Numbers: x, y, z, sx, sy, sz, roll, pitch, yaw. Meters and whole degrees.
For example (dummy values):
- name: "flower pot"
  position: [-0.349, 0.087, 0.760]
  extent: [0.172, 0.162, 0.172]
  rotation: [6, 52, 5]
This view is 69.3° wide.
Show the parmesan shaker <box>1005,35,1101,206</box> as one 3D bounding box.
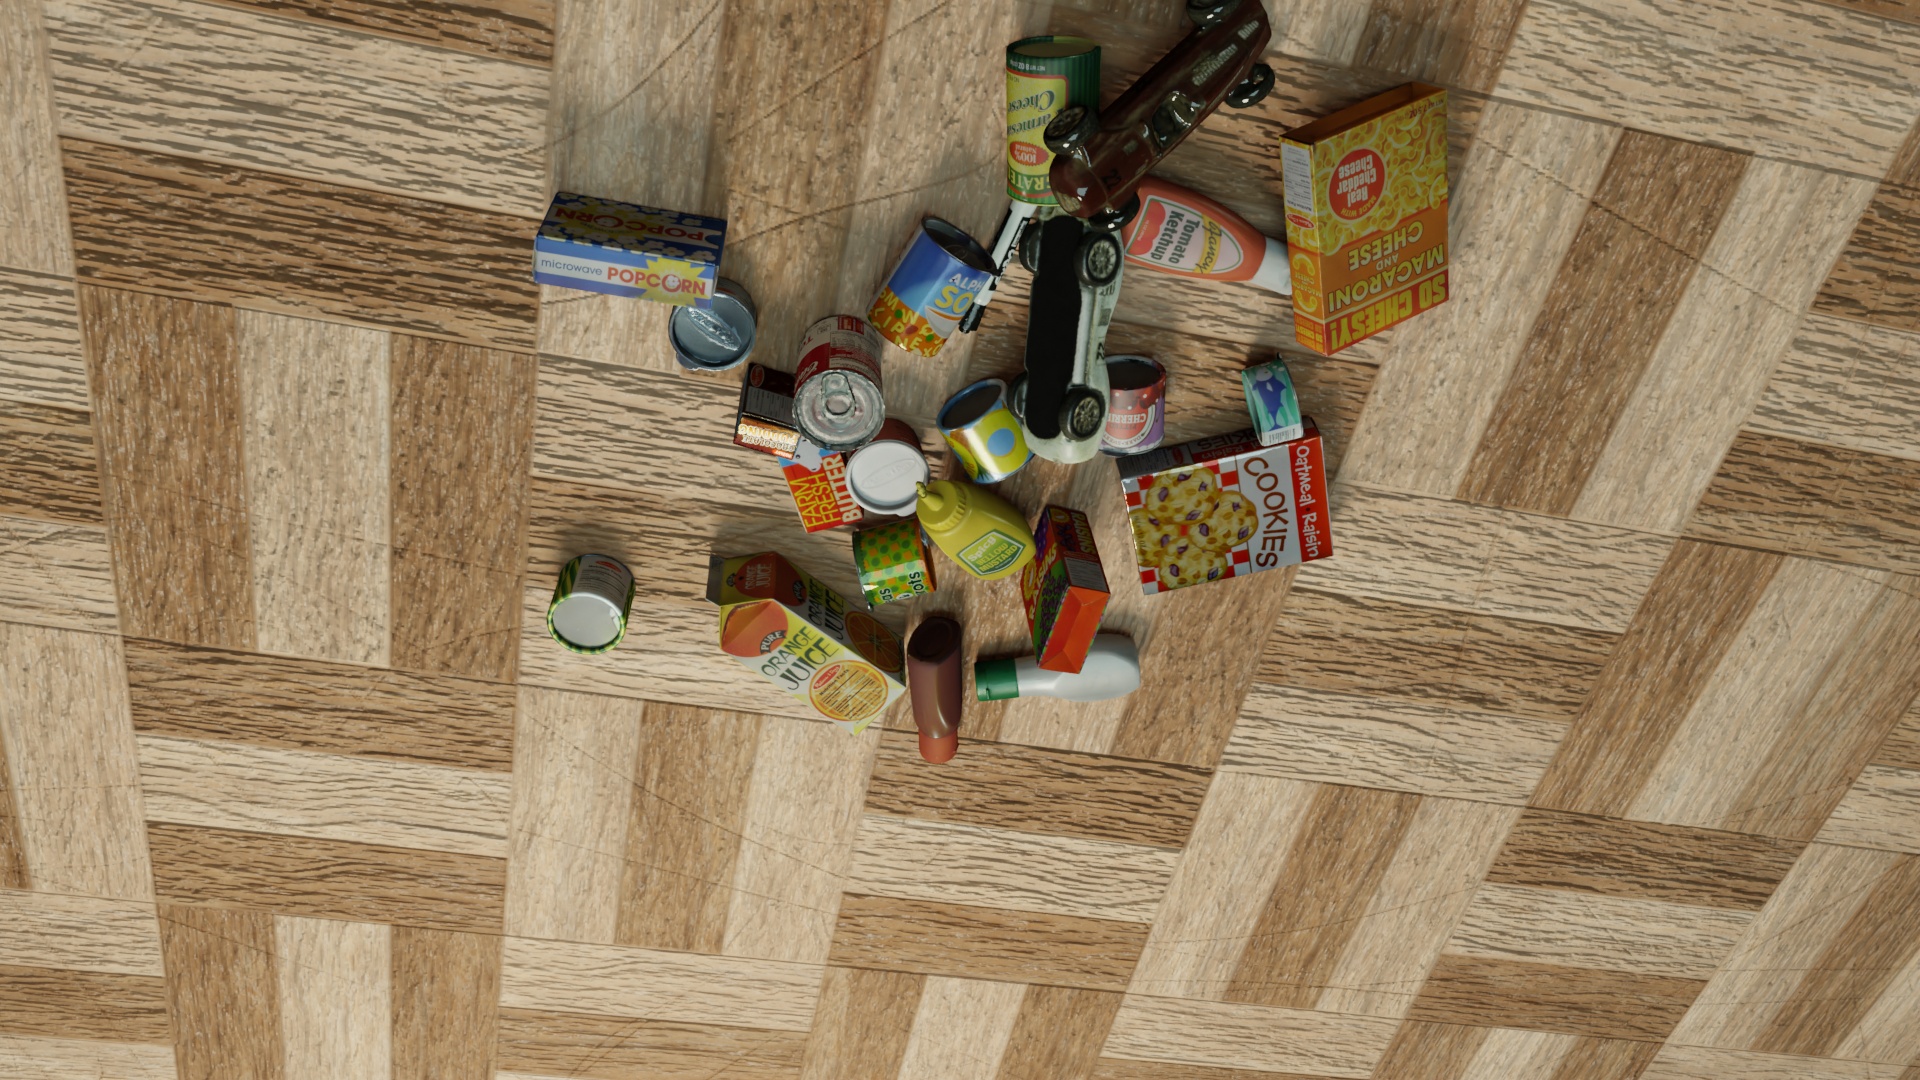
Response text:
- name: "parmesan shaker"
  position: [0.063, -0.297, 0.981]
  extent: [0.071, 0.071, 0.102]
  rotation: [-4, 122, -2]

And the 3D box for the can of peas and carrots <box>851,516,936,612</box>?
- name: "can of peas and carrots"
  position: [-0.055, 0.020, 1.169]
  extent: [0.059, 0.071, 0.070]
  rotation: [-14, 122, 4]

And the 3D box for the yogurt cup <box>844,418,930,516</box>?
- name: "yogurt cup"
  position: [-0.059, -0.063, 1.125]
  extent: [0.072, 0.054, 0.072]
  rotation: [-2, 122, -3]

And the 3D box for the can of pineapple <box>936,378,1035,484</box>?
- name: "can of pineapple"
  position: [0.021, -0.086, 1.109]
  extent: [0.071, 0.071, 0.057]
  rotation: [-28, 119, 13]

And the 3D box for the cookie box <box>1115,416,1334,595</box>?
- name: "cookie box"
  position: [0.226, -0.029, 1.178]
  extent: [0.167, 0.040, 0.122]
  rotation: [-12, 123, 5]

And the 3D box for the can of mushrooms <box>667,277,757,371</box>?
- name: "can of mushrooms"
  position: [-0.190, -0.165, 1.064]
  extent: [0.071, 0.033, 0.070]
  rotation: [-2, 123, -4]

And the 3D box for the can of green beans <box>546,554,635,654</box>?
- name: "can of green beans"
  position: [-0.313, 0.055, 1.179]
  extent: [0.071, 0.058, 0.071]
  rotation: [-2, 123, -3]

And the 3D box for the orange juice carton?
- name: "orange juice carton"
  position: [-0.141, 0.080, 1.200]
  extent: [0.192, 0.072, 0.073]
  rotation: [36, 113, -24]

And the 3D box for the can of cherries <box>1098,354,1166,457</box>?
- name: "can of cherries"
  position: [0.130, -0.107, 1.101]
  extent: [0.071, 0.072, 0.058]
  rotation: [-3, 122, -2]

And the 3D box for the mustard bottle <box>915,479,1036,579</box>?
- name: "mustard bottle"
  position: [0.004, -0.014, 1.126]
  extent: [0.065, 0.049, 0.160]
  rotation: [-36, 148, 15]

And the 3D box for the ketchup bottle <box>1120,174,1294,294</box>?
- name: "ketchup bottle"
  position: [0.189, -0.225, 1.048]
  extent: [0.149, 0.044, 0.064]
  rotation: [15, 122, -14]

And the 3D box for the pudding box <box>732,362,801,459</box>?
- name: "pudding box"
  position: [-0.147, -0.101, 1.078]
  extent: [0.050, 0.084, 0.030]
  rotation: [15, 123, -14]

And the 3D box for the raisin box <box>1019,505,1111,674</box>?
- name: "raisin box"
  position: [0.084, 0.040, 1.161]
  extent: [0.040, 0.124, 0.085]
  rotation: [10, 121, -12]

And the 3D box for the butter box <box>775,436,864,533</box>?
- name: "butter box"
  position: [-0.118, -0.058, 1.142]
  extent: [0.053, 0.024, 0.103]
  rotation: [-14, 122, 6]

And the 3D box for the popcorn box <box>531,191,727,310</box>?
- name: "popcorn box"
  position: [-0.236, -0.209, 1.001]
  extent: [0.127, 0.085, 0.038]
  rotation: [8, 123, -10]

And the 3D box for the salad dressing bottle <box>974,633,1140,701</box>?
- name: "salad dressing bottle"
  position: [0.087, 0.120, 1.260]
  extent: [0.148, 0.044, 0.064]
  rotation: [-7, 125, 1]

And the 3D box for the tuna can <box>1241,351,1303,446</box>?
- name: "tuna can"
  position: [0.249, -0.113, 1.112]
  extent: [0.033, 0.071, 0.070]
  rotation: [-15, 122, 7]

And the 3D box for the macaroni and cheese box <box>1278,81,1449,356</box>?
- name: "macaroni and cheese box"
  position: [0.301, -0.236, 1.027]
  extent: [0.124, 0.040, 0.165]
  rotation: [-25, 125, -17]

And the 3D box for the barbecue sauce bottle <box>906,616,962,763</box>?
- name: "barbecue sauce bottle"
  position: [-0.022, 0.141, 1.256]
  extent: [0.044, 0.065, 0.147]
  rotation: [13, 133, 16]

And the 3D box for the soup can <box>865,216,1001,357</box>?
- name: "soup can"
  position: [-0.021, -0.187, 1.041]
  extent: [0.071, 0.072, 0.083]
  rotation: [27, 117, -19]
